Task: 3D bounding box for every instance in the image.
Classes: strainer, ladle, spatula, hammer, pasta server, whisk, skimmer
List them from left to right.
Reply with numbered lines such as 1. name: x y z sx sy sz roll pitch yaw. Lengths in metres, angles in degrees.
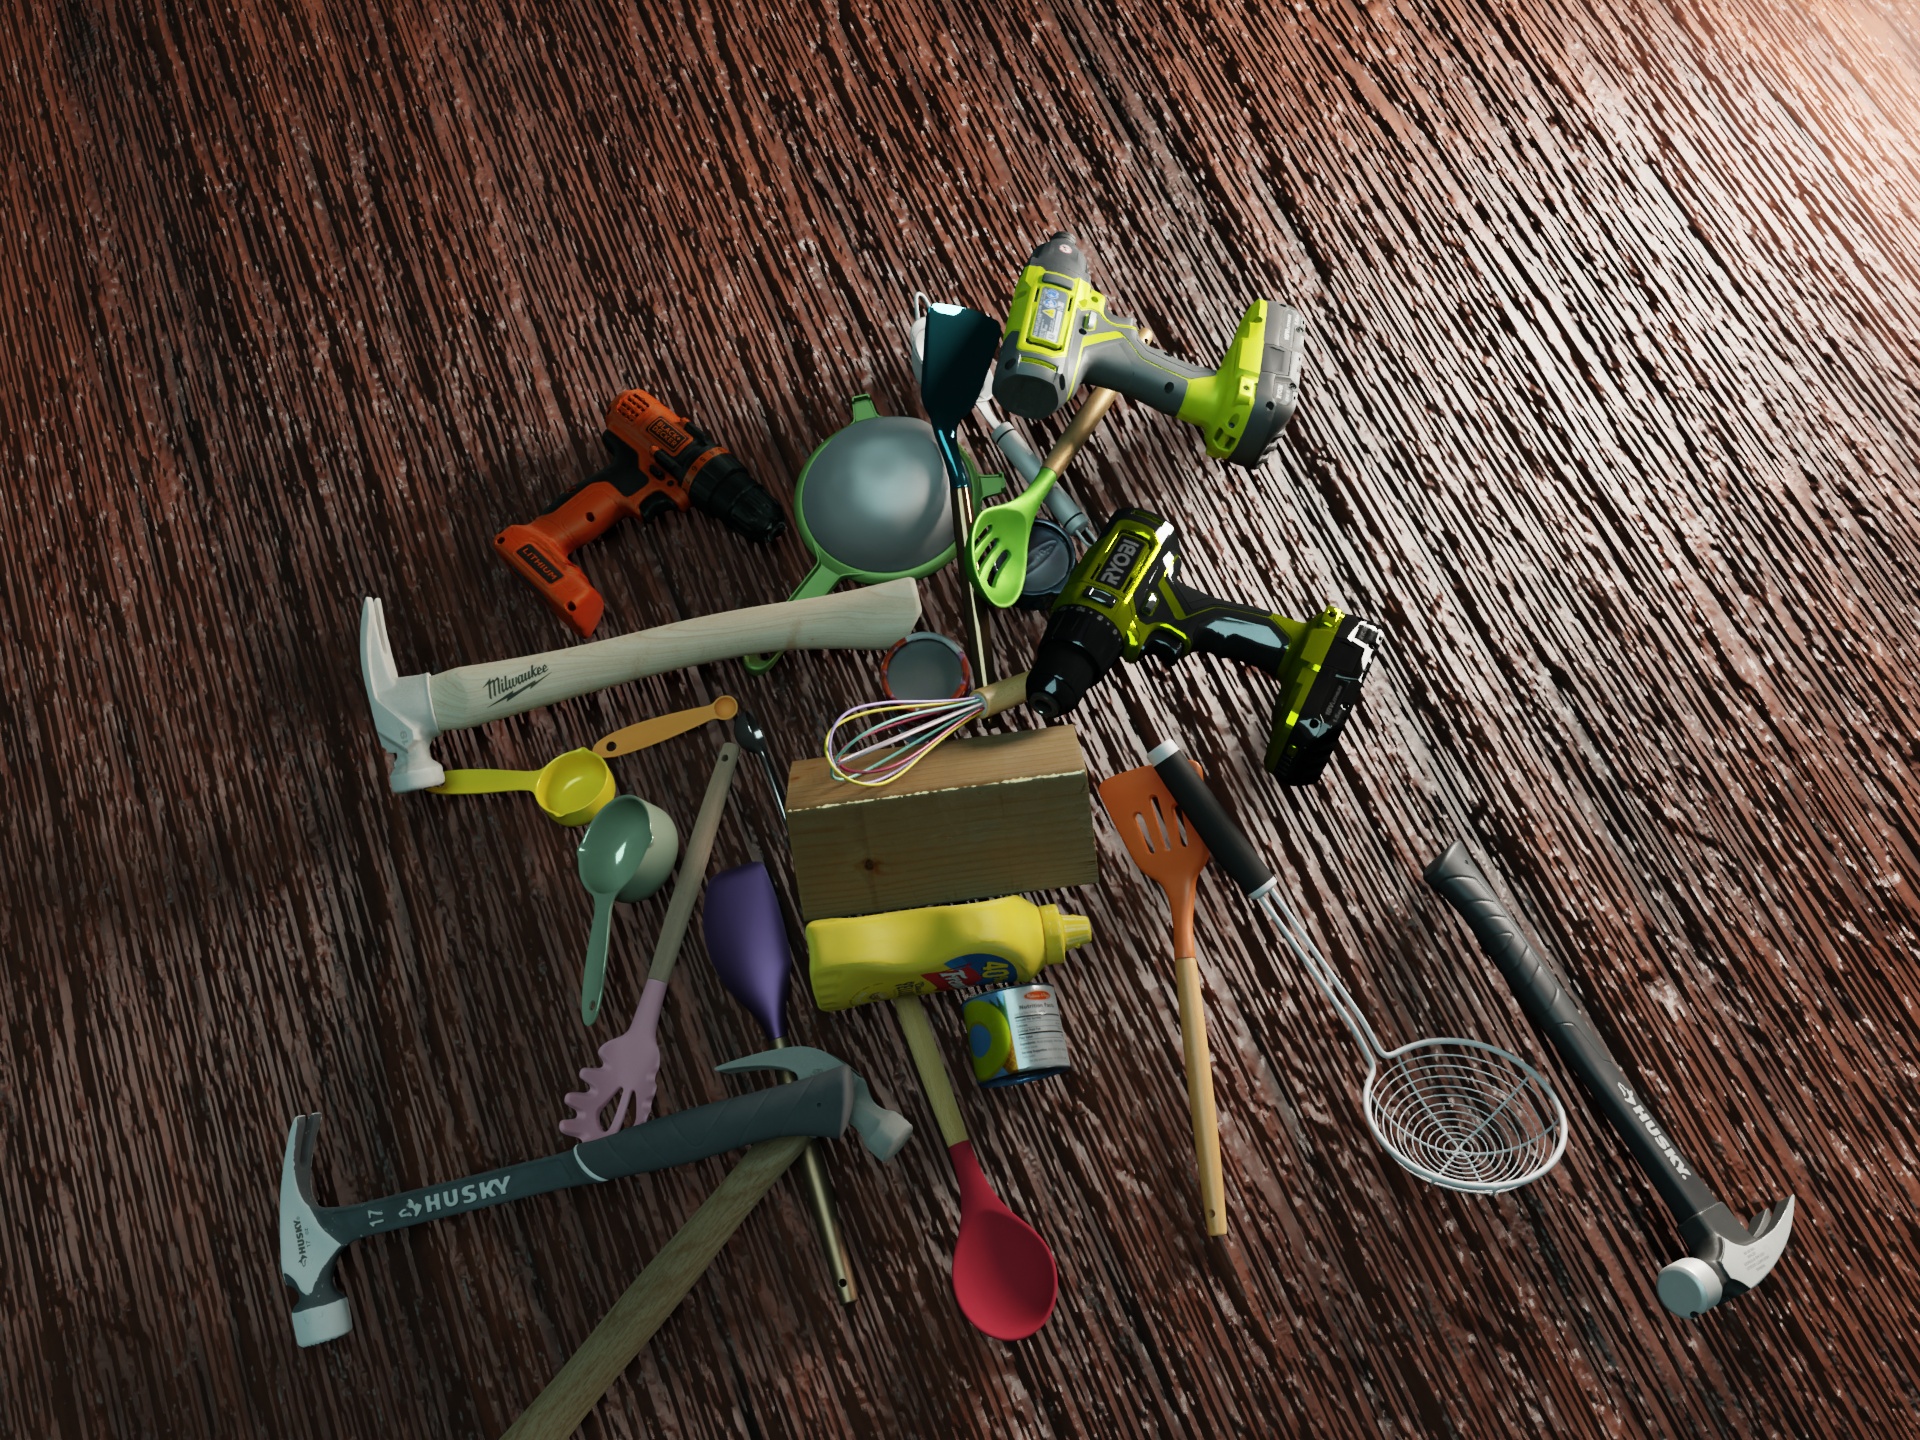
1. hammer: -0.264 0.293 1.056 0.409 0.036 0.149 -16 80 6
2. hammer: -0.234 -0.059 1.184 0.410 0.038 0.146 -12 94 -3
3. pasta server: -0.211 0.160 1.143 0.060 0.040 0.316 11 70 10
4. hammer: -0.186 0.357 1.060 0.130 0.031 0.331 38 81 20
5. spatula: -0.123 0.249 1.115 0.060 0.018 0.316 -20 69 1
6. strainer: -0.090 -0.145 1.230 0.151 0.069 0.256 33 73 14
7. ladle: -0.012 0.268 1.097 0.069 0.031 0.316 -19 68 -6
8. whisk: -0.001 -0.002 1.130 0.245 0.051 0.047 -21 45 -41
9. spatula: 0.010 -0.152 1.199 0.044 0.082 0.317 -13 81 41
10. strainer: 0.028 -0.233 1.270 0.087 0.050 0.258 -18 66 -51
11. spatula: 0.155 0.190 1.107 0.081 0.041 0.323 -15 69 27
12. skimmer: 0.254 0.153 1.062 0.127 0.090 0.363 -31 82 -33
13. hammer: 0.419 0.220 1.061 0.146 0.035 0.335 -5 53 -39

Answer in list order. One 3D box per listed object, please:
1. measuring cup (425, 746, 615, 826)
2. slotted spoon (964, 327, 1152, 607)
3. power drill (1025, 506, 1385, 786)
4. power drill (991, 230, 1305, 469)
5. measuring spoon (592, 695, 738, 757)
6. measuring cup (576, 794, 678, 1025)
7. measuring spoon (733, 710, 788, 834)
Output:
1. measuring cup: -0.332 0.053 1.199 0.156 0.029 0.062 -1 54 17
2. slotted spoon: 0.080 -0.205 1.231 0.031 0.070 0.314 0 47 43
3. power drill: 0.172 -0.044 1.156 0.228 0.080 0.191 24 56 12
4. power drill: 0.146 -0.291 1.234 0.223 0.080 0.171 16 60 -5
5. measuring spoon: -0.225 0.007 1.216 0.117 0.011 0.021 -19 71 0
6. measuring cup: -0.242 0.138 1.139 0.083 0.038 0.168 -11 64 37
7. measuring spoon: -0.144 0.051 1.185 0.018 0.034 0.124 -24 75 5
